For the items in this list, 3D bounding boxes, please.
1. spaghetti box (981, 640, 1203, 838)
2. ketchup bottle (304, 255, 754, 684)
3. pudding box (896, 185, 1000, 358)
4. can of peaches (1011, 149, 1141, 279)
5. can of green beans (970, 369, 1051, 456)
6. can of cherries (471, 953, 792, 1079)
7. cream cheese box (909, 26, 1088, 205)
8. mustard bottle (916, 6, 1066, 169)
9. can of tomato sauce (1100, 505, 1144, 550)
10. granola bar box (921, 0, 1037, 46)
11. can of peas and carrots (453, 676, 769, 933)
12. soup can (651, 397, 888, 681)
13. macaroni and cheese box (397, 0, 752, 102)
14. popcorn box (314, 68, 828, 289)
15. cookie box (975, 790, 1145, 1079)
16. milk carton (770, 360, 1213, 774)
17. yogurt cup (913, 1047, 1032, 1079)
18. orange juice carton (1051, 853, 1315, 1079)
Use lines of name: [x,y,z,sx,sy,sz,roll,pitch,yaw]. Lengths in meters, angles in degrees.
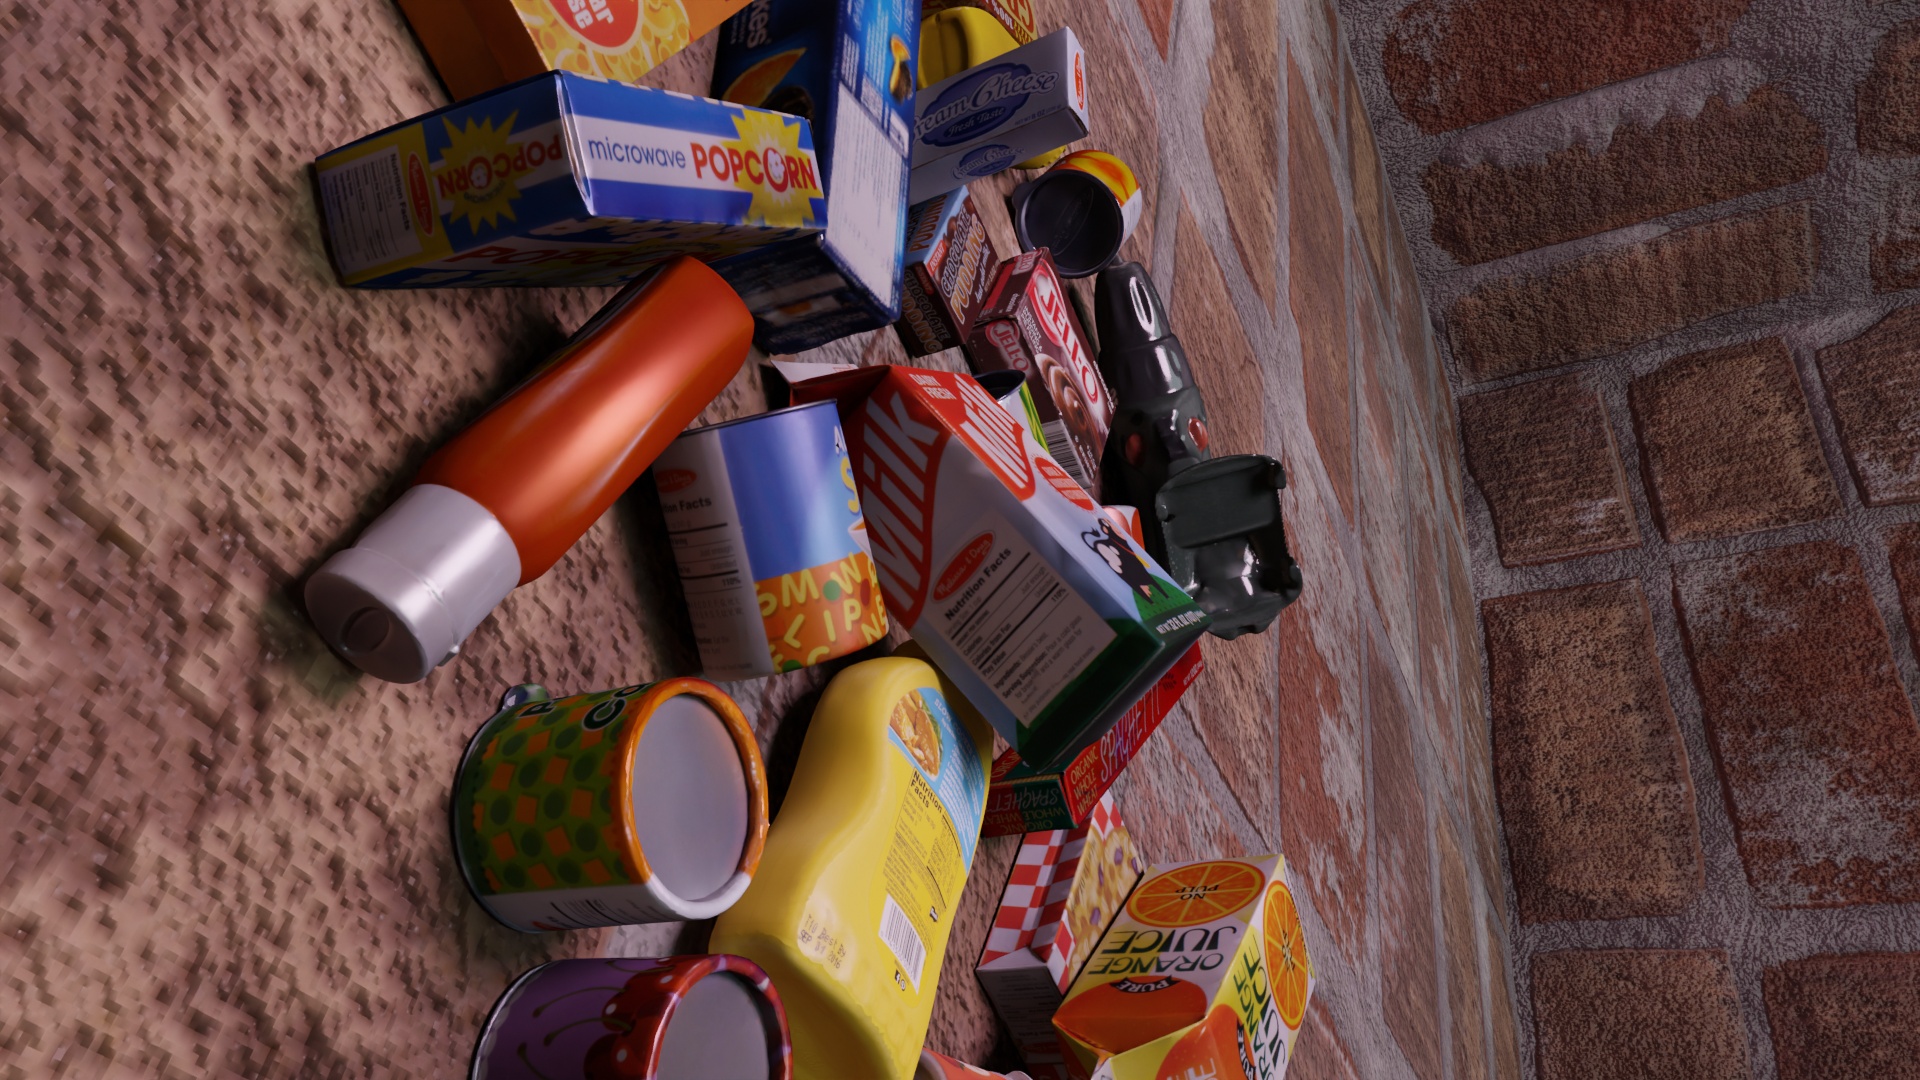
spaghetti box: [0.076,0.096,0.745,0.251,0.050,0.028,-29,105,-63]
ketchup bottle: [-0.115,-0.022,0.387,0.043,0.064,0.150,45,44,-13]
pudding box: [-0.010,-0.134,0.685,0.049,0.030,0.084,62,30,-30]
can of peaches: [0.071,-0.200,0.843,0.071,0.071,0.058,69,27,-20]
can of green beans: [0.007,-0.040,0.641,0.071,0.071,0.057,-53,128,-58]
can of cherries: [-0.086,0.145,0.377,0.071,0.058,0.072,35,49,-55]
cream cheese box: [0.012,-0.205,0.676,0.024,0.103,0.053,38,45,-49]
mustard bottle: [0.025,-0.242,0.783,0.160,0.049,0.065,12,70,-64]
can of tomato sauce: [0.069,0.028,0.737,0.071,0.071,0.083,9,71,-64]
granola bar box: [-0.012,-0.343,0.759,0.165,0.039,0.124,15,65,-62]
can of peas and carrots: [-0.096,0.071,0.388,0.071,0.058,0.071,37,47,-55]
soup can: [-0.063,-0.002,0.475,0.071,0.071,0.083,-26,103,-64]
macaroni and cheese box: [-0.131,-0.217,0.457,0.123,0.040,0.167,65,29,-27]
popcorn box: [-0.106,-0.101,0.406,0.127,0.085,0.038,-25,103,-65]
cookie box: [0.070,0.225,0.692,0.167,0.040,0.123,65,28,-24]
milk carton: [0.002,-0.007,0.554,0.191,0.073,0.072,46,20,15]
yogurt cup: [-0.011,0.218,0.500,0.054,0.072,0.073,46,40,-37]
orange juice carton: [0.100,0.217,0.624,0.193,0.073,0.071,-31,107,-62]
